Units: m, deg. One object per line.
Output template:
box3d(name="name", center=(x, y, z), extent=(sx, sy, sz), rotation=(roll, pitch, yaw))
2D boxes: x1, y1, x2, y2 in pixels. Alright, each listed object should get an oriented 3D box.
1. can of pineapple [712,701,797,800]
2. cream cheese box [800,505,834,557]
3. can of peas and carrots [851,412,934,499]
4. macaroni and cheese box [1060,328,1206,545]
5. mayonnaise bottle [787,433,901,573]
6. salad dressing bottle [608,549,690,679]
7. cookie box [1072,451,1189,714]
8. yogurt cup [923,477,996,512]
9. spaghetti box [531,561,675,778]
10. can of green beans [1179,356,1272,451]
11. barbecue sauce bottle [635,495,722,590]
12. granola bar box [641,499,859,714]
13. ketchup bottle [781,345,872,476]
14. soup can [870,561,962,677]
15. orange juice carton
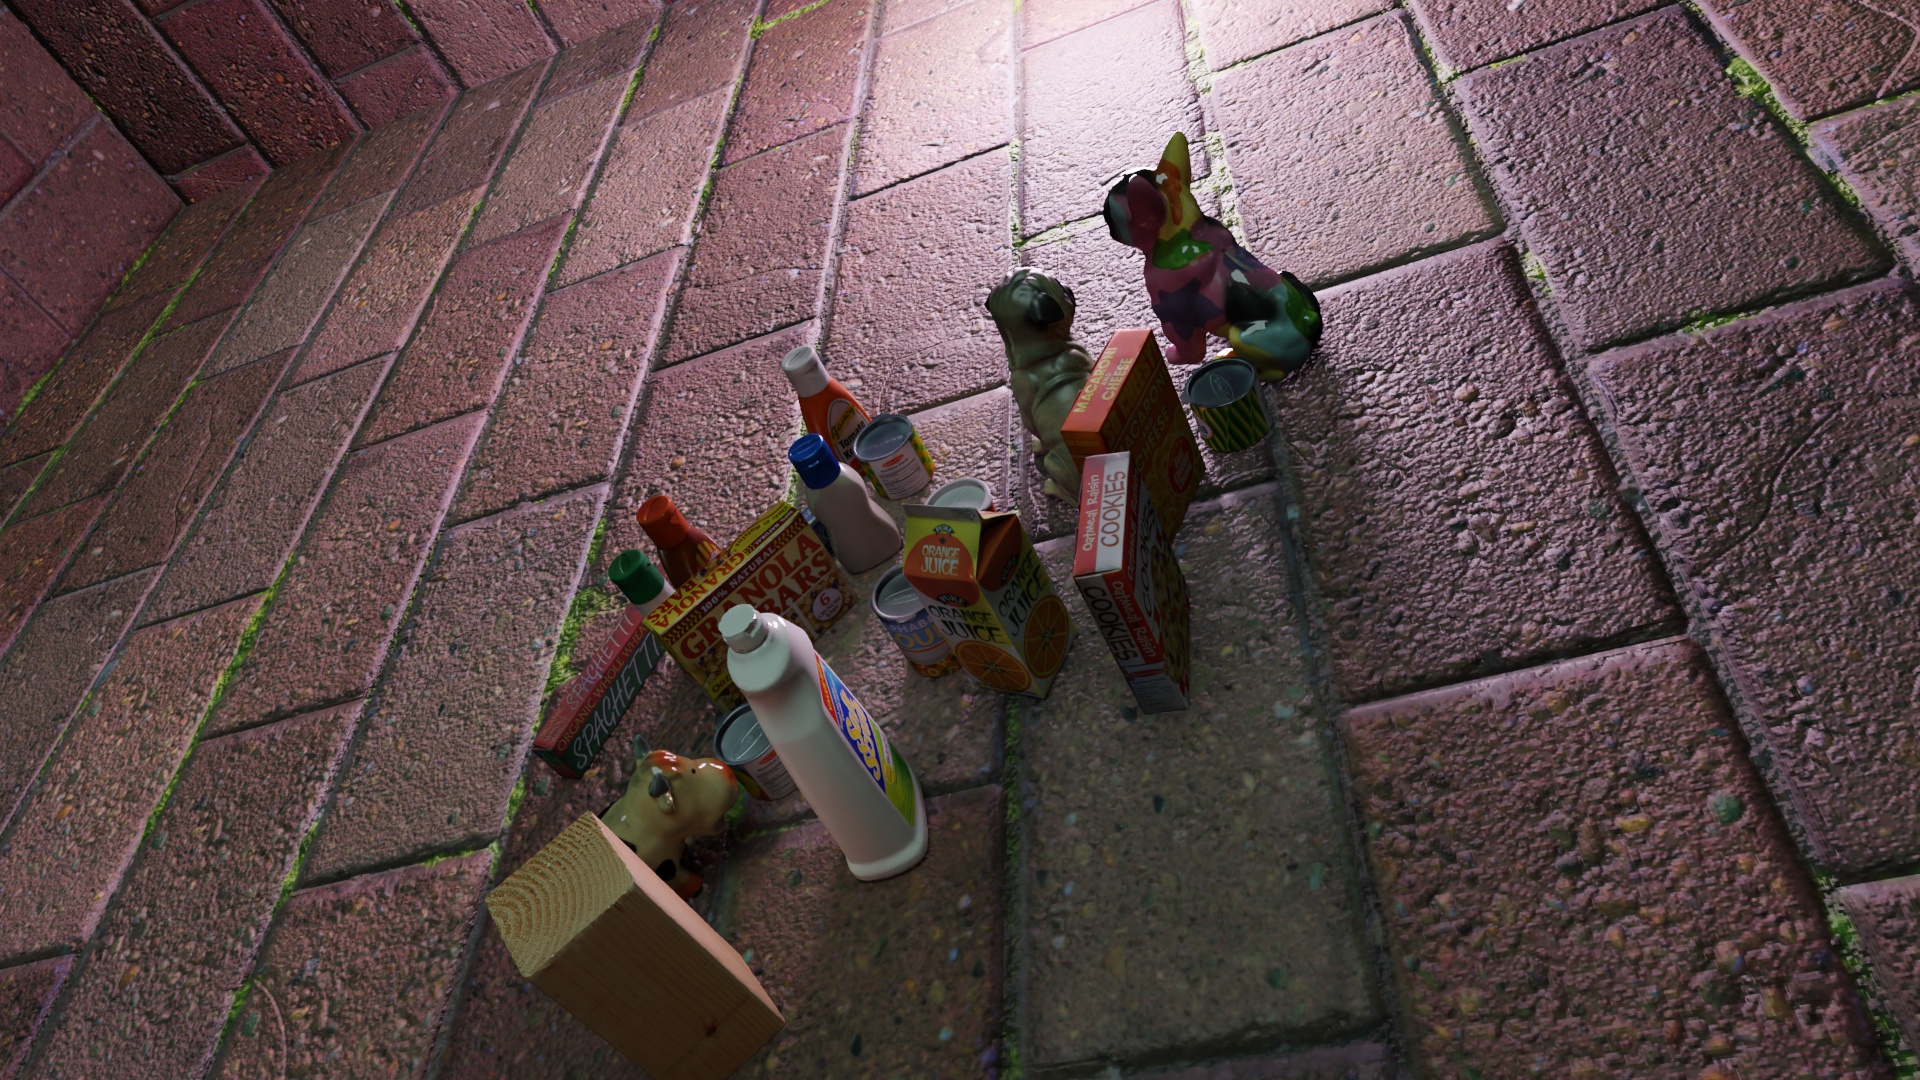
box3d(name="can of pineapple", center=(-0.167, 0.176, 1.175), extent=(0.071, 0.057, 0.071), rotation=(-17, 41, 15))
box3d(name="cream cheese box", center=(-0.138, -0.008, 1.354), extent=(0.024, 0.053, 0.104), rotation=(24, 63, 44))
box3d(name="can of peas and carrots", center=(-0.067, -0.085, 1.389), extent=(0.071, 0.058, 0.071), rotation=(-17, 41, 15))
box3d(name="macaroni and cheese box", center=(0.148, -0.075, 1.168), extent=(0.040, 0.165, 0.124), rotation=(4, 51, 34))
box3d(name="mayonnaise bottle", center=(-0.111, -0.036, 1.294), extent=(0.065, 0.147, 0.041), rotation=(-29, 40, 1))
box3d(name="salad dressing bottle", center=(-0.270, 0.068, 1.280), extent=(0.044, 0.147, 0.064), rotation=(-28, 40, 2))
box3d(name="cookie box", center=(0.133, 0.033, 1.062), extent=(0.040, 0.166, 0.123), rotation=(-11, 43, 21))
box3d(name="yogurt cup", center=(0.005, -0.016, 1.278), extent=(0.072, 0.053, 0.073), rotation=(-17, 41, 15))
box3d(name="spaghetti box", center=(-0.322, 0.113, 1.339), extent=(0.028, 0.050, 0.251), rotation=(4, 50, 34))
box3d(name="can of green beans", center=(0.240, -0.122, 1.246), extent=(0.071, 0.057, 0.071), rotation=(-17, 41, 15))
box3d(name="barbecue sauce bottle", center=(-0.255, 0.020, 1.321), extent=(0.043, 0.148, 0.065), rotation=(-4, 46, 28))
box3d(name="granola bar box", center=(-0.185, 0.062, 1.254), extent=(0.166, 0.123, 0.039), rotation=(-43, 41, -16))
box3d(name="ketchup bottle", center=(-0.132, -0.130, 1.405), extent=(0.043, 0.148, 0.065), rotation=(21, 61, 43))
box3d(name="soup can", center=(-0.030, 0.069, 1.186), extent=(0.071, 0.083, 0.072), rotation=(-17, 41, 15))
box3d(name="orange juice carton", center=(0.019, 0.037, 1.105), extent=(0.072, 0.192, 0.073), rotation=(6, 51, 35))
